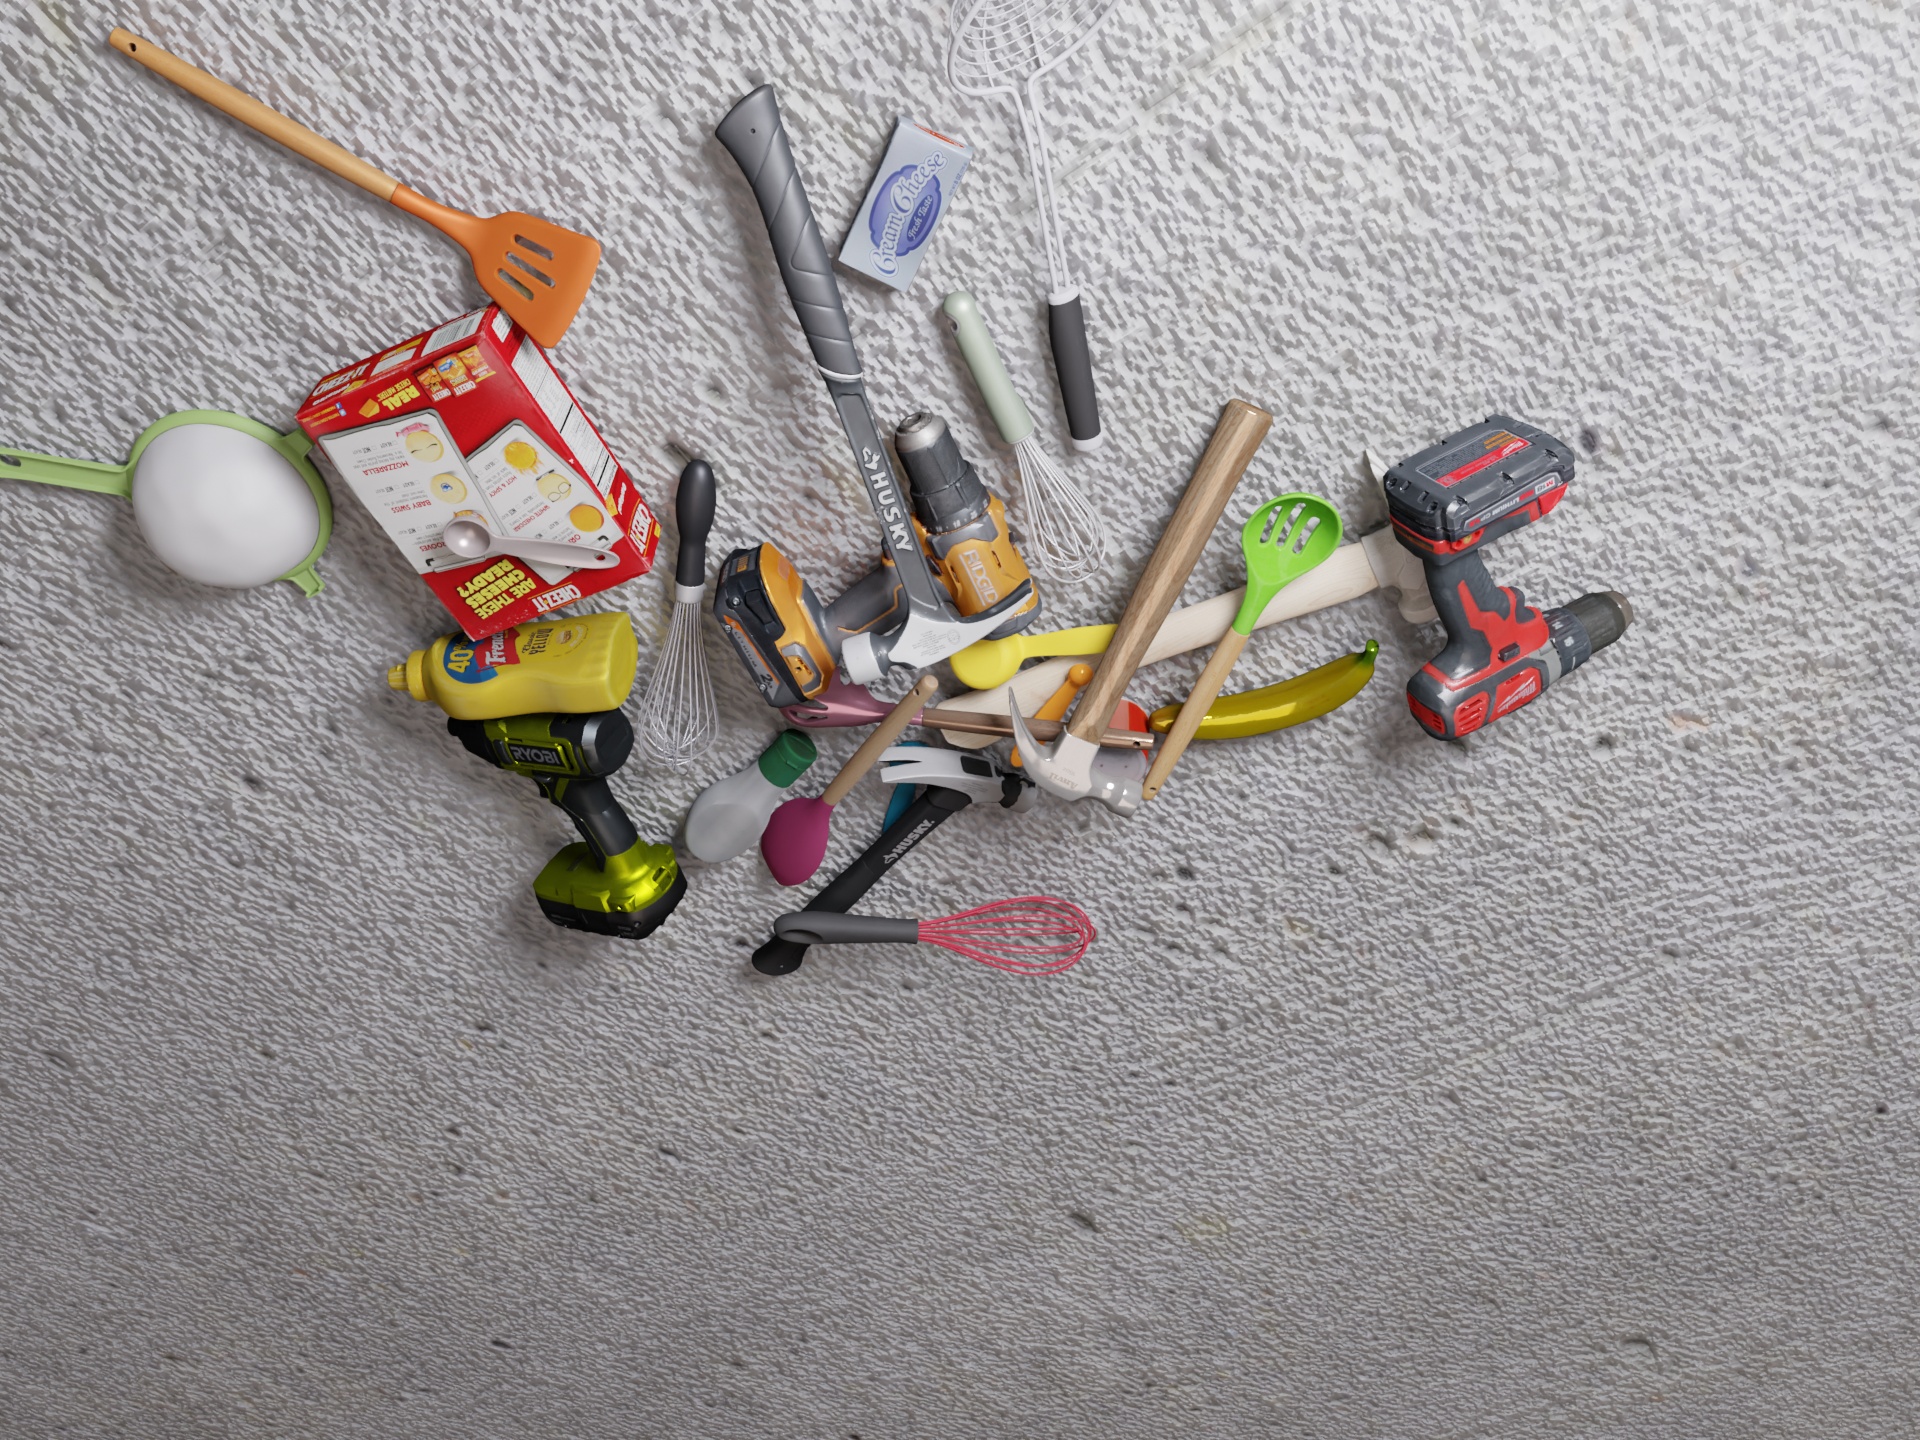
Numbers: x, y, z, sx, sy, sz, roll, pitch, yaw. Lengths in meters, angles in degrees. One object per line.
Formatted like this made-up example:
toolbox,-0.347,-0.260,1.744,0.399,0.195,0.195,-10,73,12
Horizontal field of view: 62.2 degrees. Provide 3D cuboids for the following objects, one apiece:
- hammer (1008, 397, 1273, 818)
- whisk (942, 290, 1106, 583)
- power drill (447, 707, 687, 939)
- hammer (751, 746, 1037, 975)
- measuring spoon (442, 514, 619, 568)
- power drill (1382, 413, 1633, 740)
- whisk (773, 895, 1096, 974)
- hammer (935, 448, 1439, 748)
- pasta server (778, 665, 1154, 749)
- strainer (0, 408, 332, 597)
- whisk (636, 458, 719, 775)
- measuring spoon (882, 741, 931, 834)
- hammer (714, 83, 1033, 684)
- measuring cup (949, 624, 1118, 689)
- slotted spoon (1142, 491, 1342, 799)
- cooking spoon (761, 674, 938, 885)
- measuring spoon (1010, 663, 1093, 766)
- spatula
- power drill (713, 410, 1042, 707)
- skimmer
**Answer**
hammer,0.139,-0.086,1.192,0.130,0.031,0.331,22,110,-11
whisk,0.046,-0.201,1.152,0.059,0.058,0.246,-37,123,-13
power drill,-0.333,0.074,1.350,0.171,0.080,0.223,5,130,27
hammer,-0.089,0.133,1.413,0.146,0.035,0.334,19,132,-34
measuring spoon,-0.308,-0.128,1.148,0.124,0.018,0.034,8,133,-15
power drill,0.410,-0.108,1.175,0.188,0.080,0.226,-27,126,-9
whisk,-0.021,0.192,1.435,0.295,0.073,0.073,4,129,-11
hammer,0.163,-0.075,1.252,0.410,0.038,0.146,-21,124,18
pasta server,-0.002,-0.004,1.282,0.316,0.040,0.060,6,123,6
strainer,-0.607,-0.160,1.183,0.256,0.069,0.151,9,129,-8
whisk,-0.217,-0.077,1.253,0.070,0.070,0.284,8,124,-5
measuring spoon,-0.050,0.072,1.385,0.042,0.021,0.128,10,129,-7
hammer,-0.071,-0.221,1.084,0.149,0.036,0.408,-17,115,6
measuring cup,0.063,-0.057,1.244,0.156,0.029,0.062,-6,101,22
slotted spoon,0.203,-0.052,1.229,0.070,0.031,0.313,17,128,-9
cooking spoon,-0.098,0.052,1.314,0.017,0.069,0.318,-16,159,-40
measuring spoon,0.072,-0.001,1.283,0.021,0.011,0.117,25,124,-14
spatula,-0.393,-0.357,1.036,0.322,0.041,0.081,27,106,-17
power drill,-0.072,-0.119,1.198,0.226,0.084,0.185,-19,124,12
skimmer,0.071,-0.320,1.021,0.127,0.090,0.362,-29,132,-16
